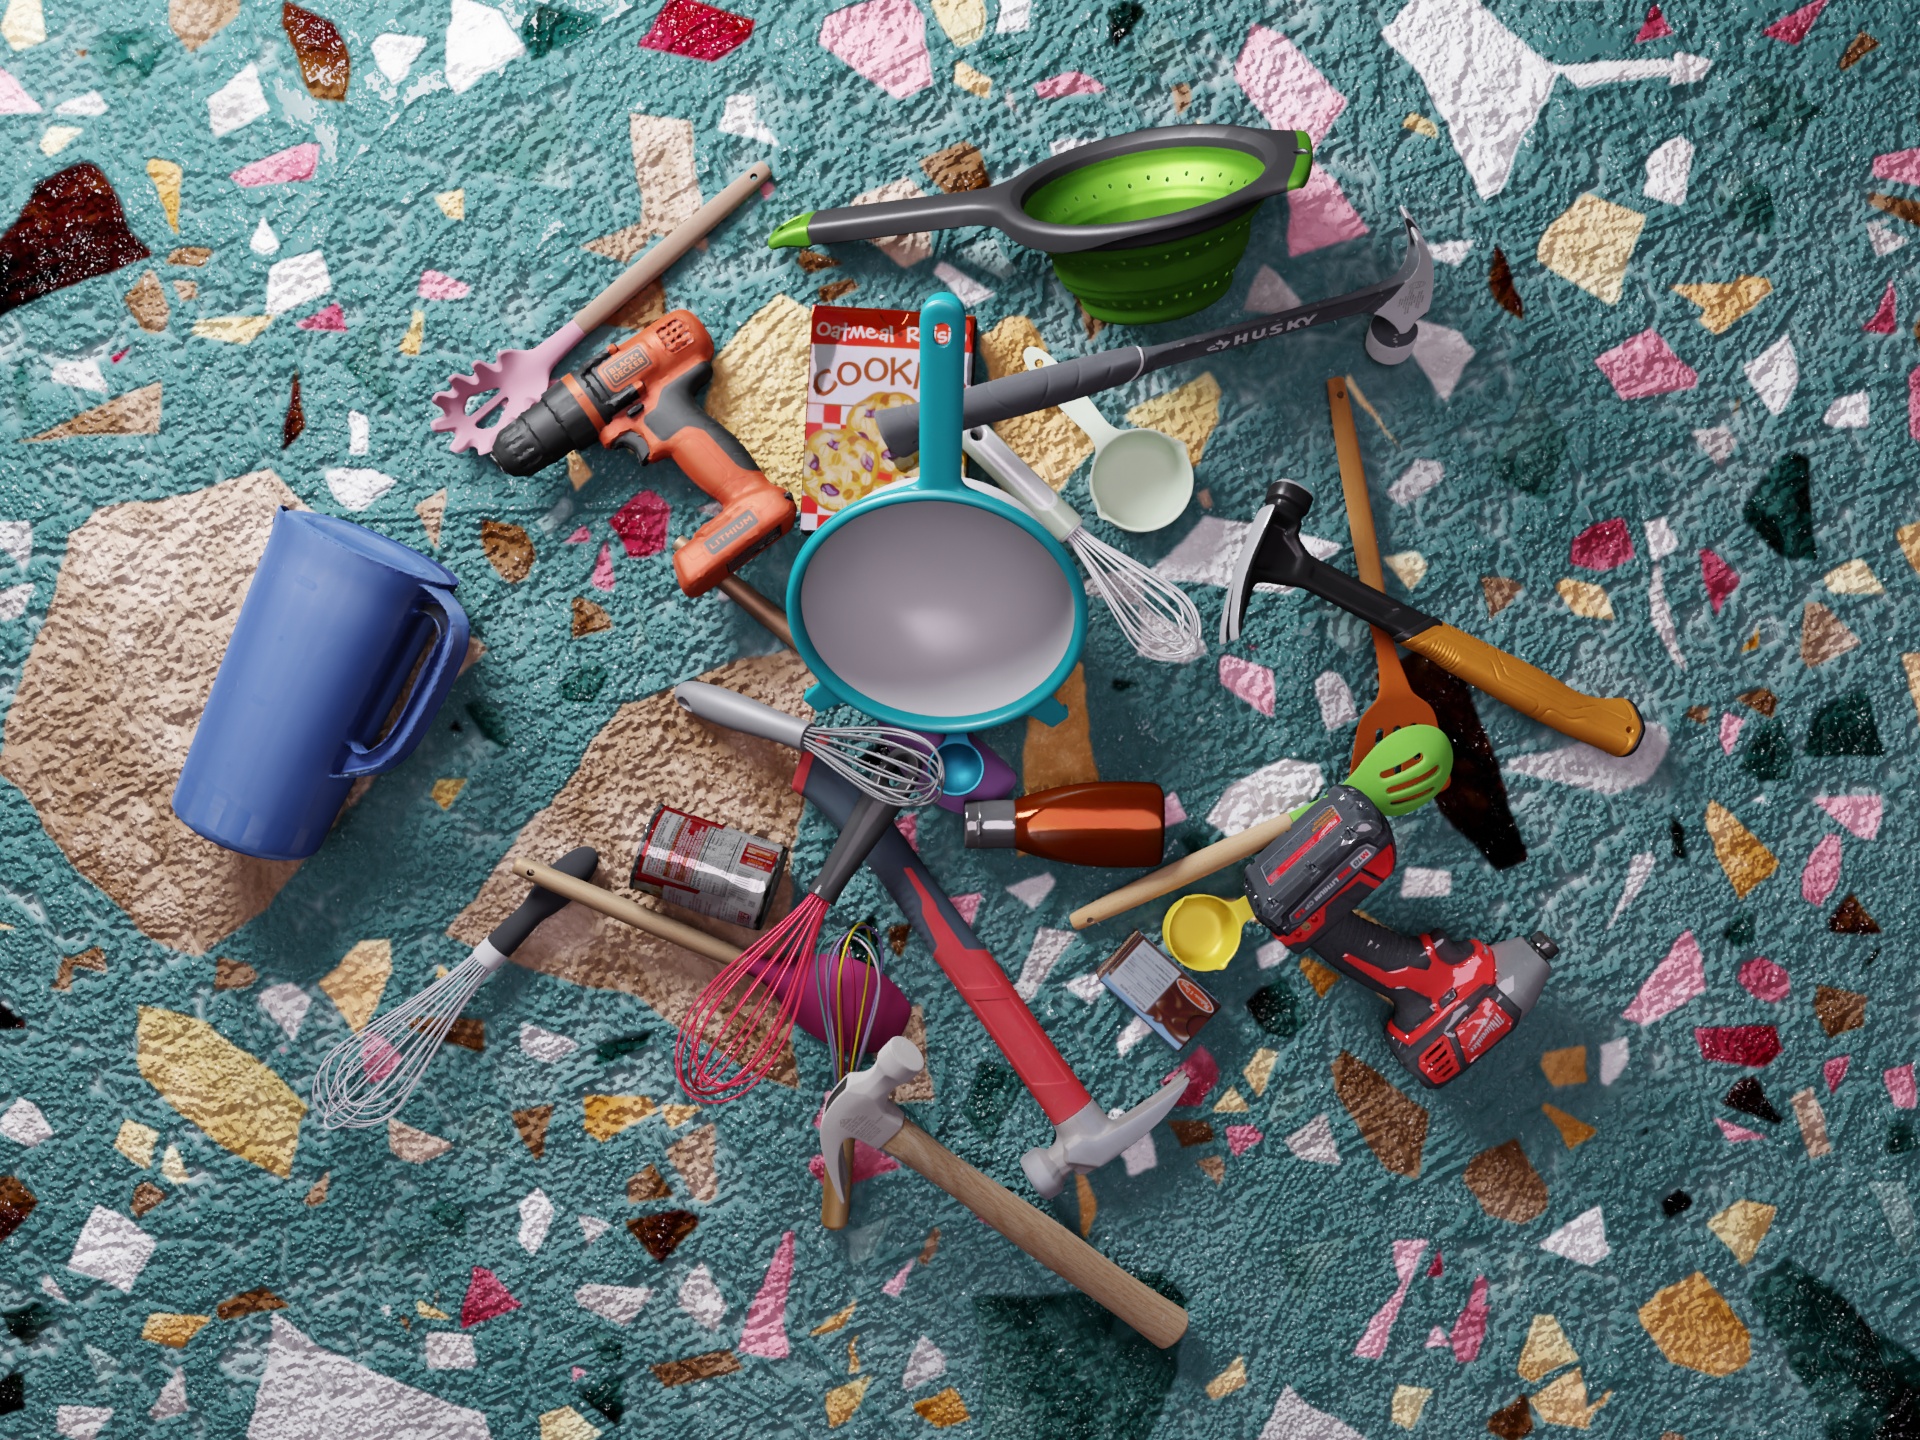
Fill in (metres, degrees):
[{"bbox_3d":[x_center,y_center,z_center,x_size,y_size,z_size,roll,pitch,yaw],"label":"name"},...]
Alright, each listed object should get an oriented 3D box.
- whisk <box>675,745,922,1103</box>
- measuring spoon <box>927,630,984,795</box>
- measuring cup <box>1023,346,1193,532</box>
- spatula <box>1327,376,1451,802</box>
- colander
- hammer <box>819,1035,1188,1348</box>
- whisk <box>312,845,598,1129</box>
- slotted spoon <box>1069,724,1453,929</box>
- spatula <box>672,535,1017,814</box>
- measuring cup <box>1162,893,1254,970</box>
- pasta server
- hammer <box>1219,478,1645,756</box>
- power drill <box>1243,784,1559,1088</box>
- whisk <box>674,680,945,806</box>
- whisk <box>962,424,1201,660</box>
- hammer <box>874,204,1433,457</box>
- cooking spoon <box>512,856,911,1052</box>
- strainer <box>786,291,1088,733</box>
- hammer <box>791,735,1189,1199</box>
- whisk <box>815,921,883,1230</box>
[{"bbox_3d":[-0.112,0.144,1.148,0.073,0.073,0.296,32,81,-1],"label":"whisk"},{"bbox_3d":[-0.002,-0.004,1.199,0.042,0.021,0.129,0,74,3],"label":"measuring spoon"},{"bbox_3d":[0.104,-0.212,1.188,0.083,0.038,0.167,-41,89,2],"label":"measuring cup"},{"bbox_3d":[0.308,-0.098,1.197,0.081,0.041,0.322,-9,88,-1],"label":"spatula"},{"bbox_3d":[0.056,-0.342,1.155,0.397,0.205,0.094,-2,127,16],"label":"colander"},{"bbox_3d":[0.036,0.368,1.178,0.331,0.031,0.130,38,112,-13],"label":"hammer"},{"bbox_3d":[-0.378,0.199,1.200,0.070,0.070,0.284,44,87,-1],"label":"whisk"},{"bbox_3d":[0.226,0.089,1.194,0.314,0.031,0.070,-25,116,6],"label":"slotted spoon"},{"bbox_3d":[-0.093,-0.035,1.204,0.316,0.018,0.060,39,88,-2],"label":"spatula"},{"bbox_3d":[0.222,0.135,1.208,0.156,0.029,0.062,-29,92,-10],"label":"measuring cup"},{"bbox_3d":[-0.264,-0.312,1.188,0.316,0.040,0.060,-40,103,1],"label":"pasta server"},{"bbox_3d":[0.352,-0.048,1.163,0.336,0.034,0.127,25,78,-9],"label":"hammer"},{"bbox_3d":[0.325,0.157,1.159,0.219,0.079,0.143,43,103,-13],"label":"power drill"},{"bbox_3d":[-0.113,0.010,1.157,0.239,0.055,0.055,18,92,25],"label":"whisk"},{"bbox_3d":[0.087,-0.134,1.168,0.246,0.059,0.058,43,75,-8],"label":"whisk"},{"bbox_3d":[0.139,-0.256,1.115,0.409,0.149,0.036,-16,68,-4],"label":"hammer"},{"bbox_3d":[-0.186,0.172,1.197,0.319,0.017,0.069,25,92,-8],"label":"cooking spoon"},{"bbox_3d":[-0.012,-0.147,1.096,0.211,0.095,0.340,4,129,2],"label":"strainer"},{"bbox_3d":[0.011,0.165,1.200,0.143,0.038,0.386,-35,91,0],"label":"hammer"},{"bbox_3d":[-0.089,0.268,1.190,0.051,0.047,0.245,4,101,-8],"label":"whisk"}]
